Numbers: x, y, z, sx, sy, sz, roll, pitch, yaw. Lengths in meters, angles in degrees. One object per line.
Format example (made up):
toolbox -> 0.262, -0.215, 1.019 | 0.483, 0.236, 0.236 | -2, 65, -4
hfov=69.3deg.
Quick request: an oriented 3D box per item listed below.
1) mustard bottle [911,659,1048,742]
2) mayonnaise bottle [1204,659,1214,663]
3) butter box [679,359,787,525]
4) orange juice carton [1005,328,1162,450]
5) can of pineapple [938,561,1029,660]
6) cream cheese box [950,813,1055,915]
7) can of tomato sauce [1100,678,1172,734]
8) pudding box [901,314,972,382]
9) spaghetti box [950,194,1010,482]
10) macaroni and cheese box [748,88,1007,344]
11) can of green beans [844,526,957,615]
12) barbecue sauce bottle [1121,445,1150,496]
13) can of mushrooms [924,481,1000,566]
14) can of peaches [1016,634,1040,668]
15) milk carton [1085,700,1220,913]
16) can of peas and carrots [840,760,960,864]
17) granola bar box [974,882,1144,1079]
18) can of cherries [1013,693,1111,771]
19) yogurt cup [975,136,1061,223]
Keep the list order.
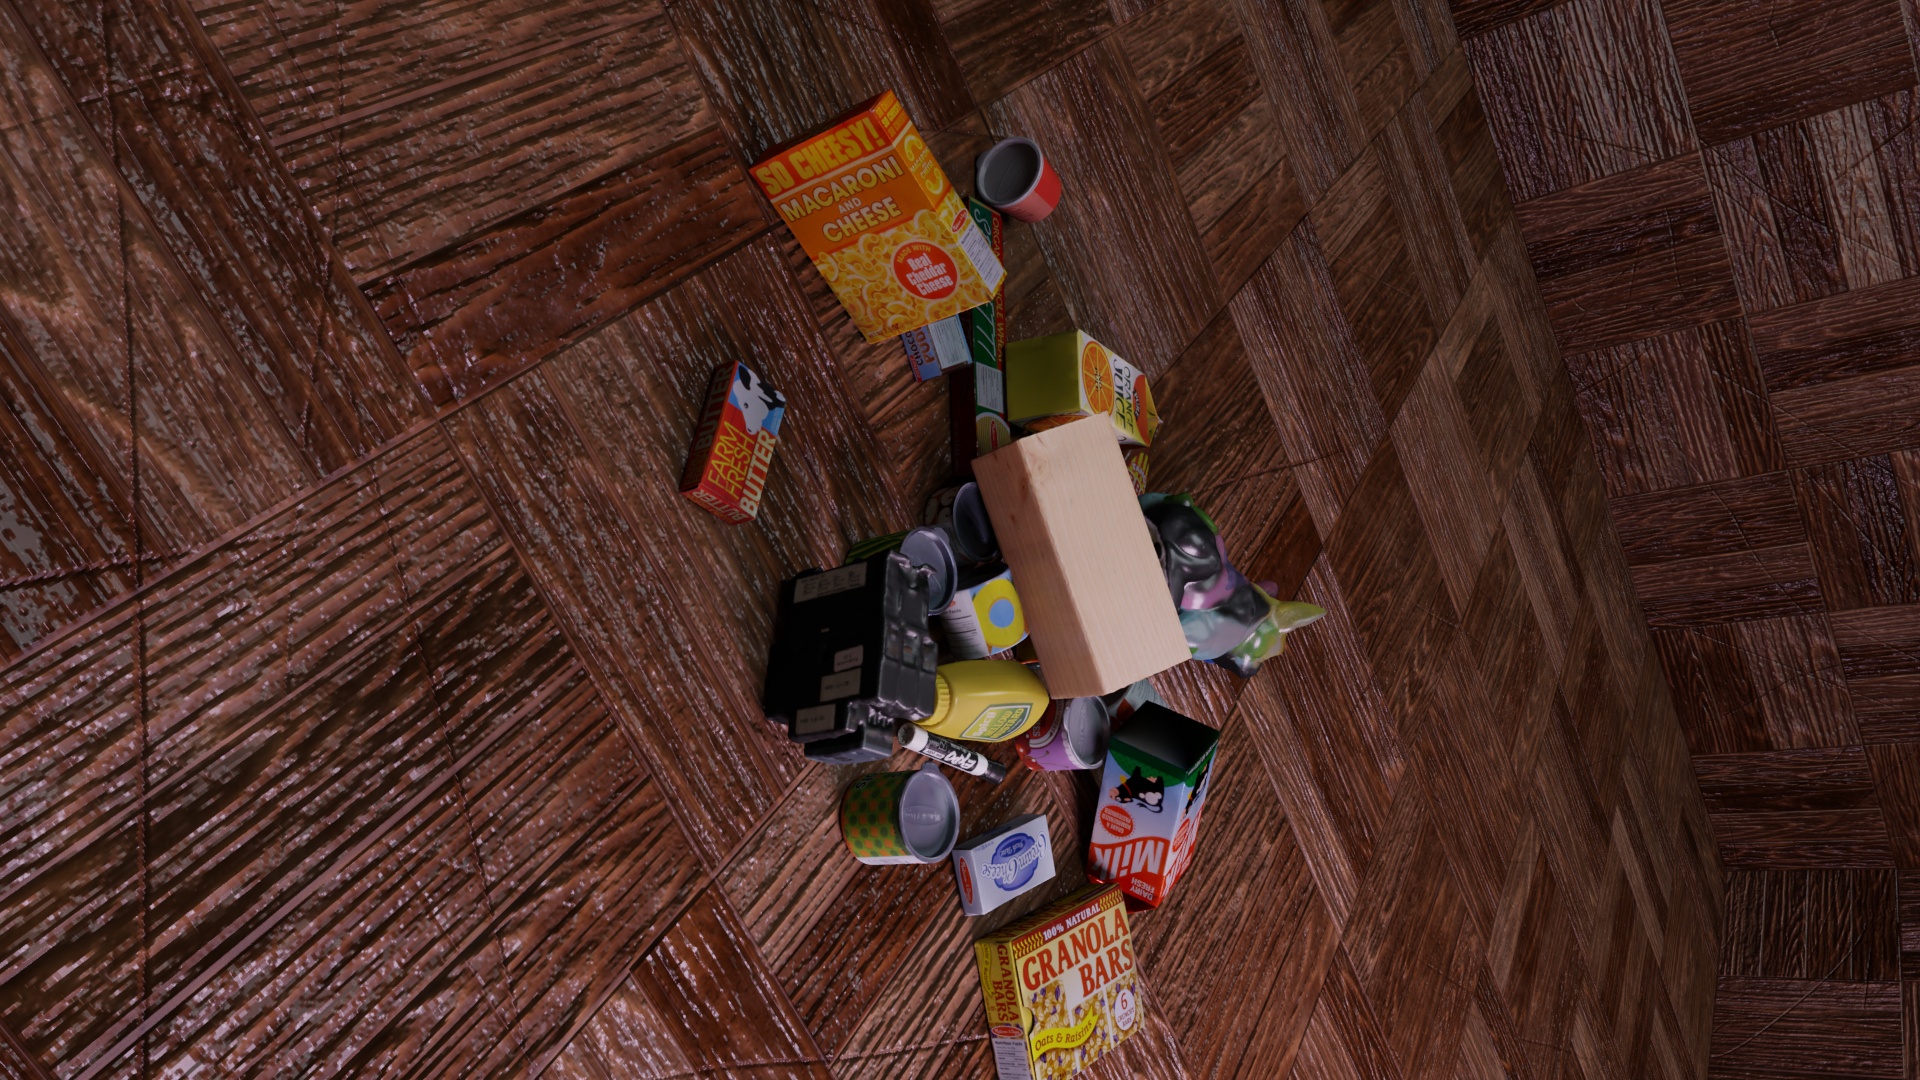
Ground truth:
mustard bottle -> 0.001, 0.123, 1.065 | 0.160, 0.065, 0.049 | 9, 38, -49
mayonnaise bottle -> 0.231, 0.057, 1.385 | 0.147, 0.064, 0.041 | 61, 33, -28
butter box -> -0.155, -0.067, 0.953 | 0.053, 0.024, 0.104 | 37, 53, -41
orange juice carton -> 0.115, -0.124, 1.252 | 0.192, 0.071, 0.073 | 18, 68, -59
can of pineapple -> 0.017, 0.055, 1.104 | 0.071, 0.071, 0.057 | -32, 107, -51
cream cheese box -> 0.035, 0.257, 1.108 | 0.104, 0.024, 0.053 | -11, 90, -52
can of tomato sauce -> 0.146, 0.154, 1.247 | 0.083, 0.071, 0.071 | 49, 46, -32
pudding box -> -0.025, -0.177, 1.145 | 0.050, 0.030, 0.083 | -27, 102, -51
spaghetti box -> 0.016, -0.172, 1.196 | 0.050, 0.028, 0.250 | 14, 70, -50
macaroni and cheese box -> -0.061, -0.238, 1.039 | 0.166, 0.123, 0.040 | 54, 40, -28
can of green beans -> -0.045, 0.027, 1.040 | 0.071, 0.057, 0.071 | 18, 67, -49
barbecue sauce bottle -> 0.156, -0.064, 1.333 | 0.064, 0.043, 0.149 | 56, 41, -40
can of mushrooms -> 0.004, -0.014, 1.134 | 0.071, 0.033, 0.071 | 18, 67, -48
can of peaches -> 0.081, 0.077, 1.178 | 0.071, 0.071, 0.058 | 14, 71, -50
milk carton -> 0.162, 0.243, 1.200 | 0.073, 0.073, 0.189 | -34, 138, -50
can of peas and carrots -> -0.044, 0.196, 0.995 | 0.071, 0.058, 0.071 | 19, 65, -49
granola bar box -> 0.085, 0.362, 1.131 | 0.166, 0.039, 0.124 | -7, 86, -53
can of cherries -> 0.084, 0.159, 1.170 | 0.071, 0.058, 0.071 | 16, 69, -49
yogurt cup -> 0.056, -0.324, 1.262 | 0.054, 0.072, 0.072 | 25, 61, -56
